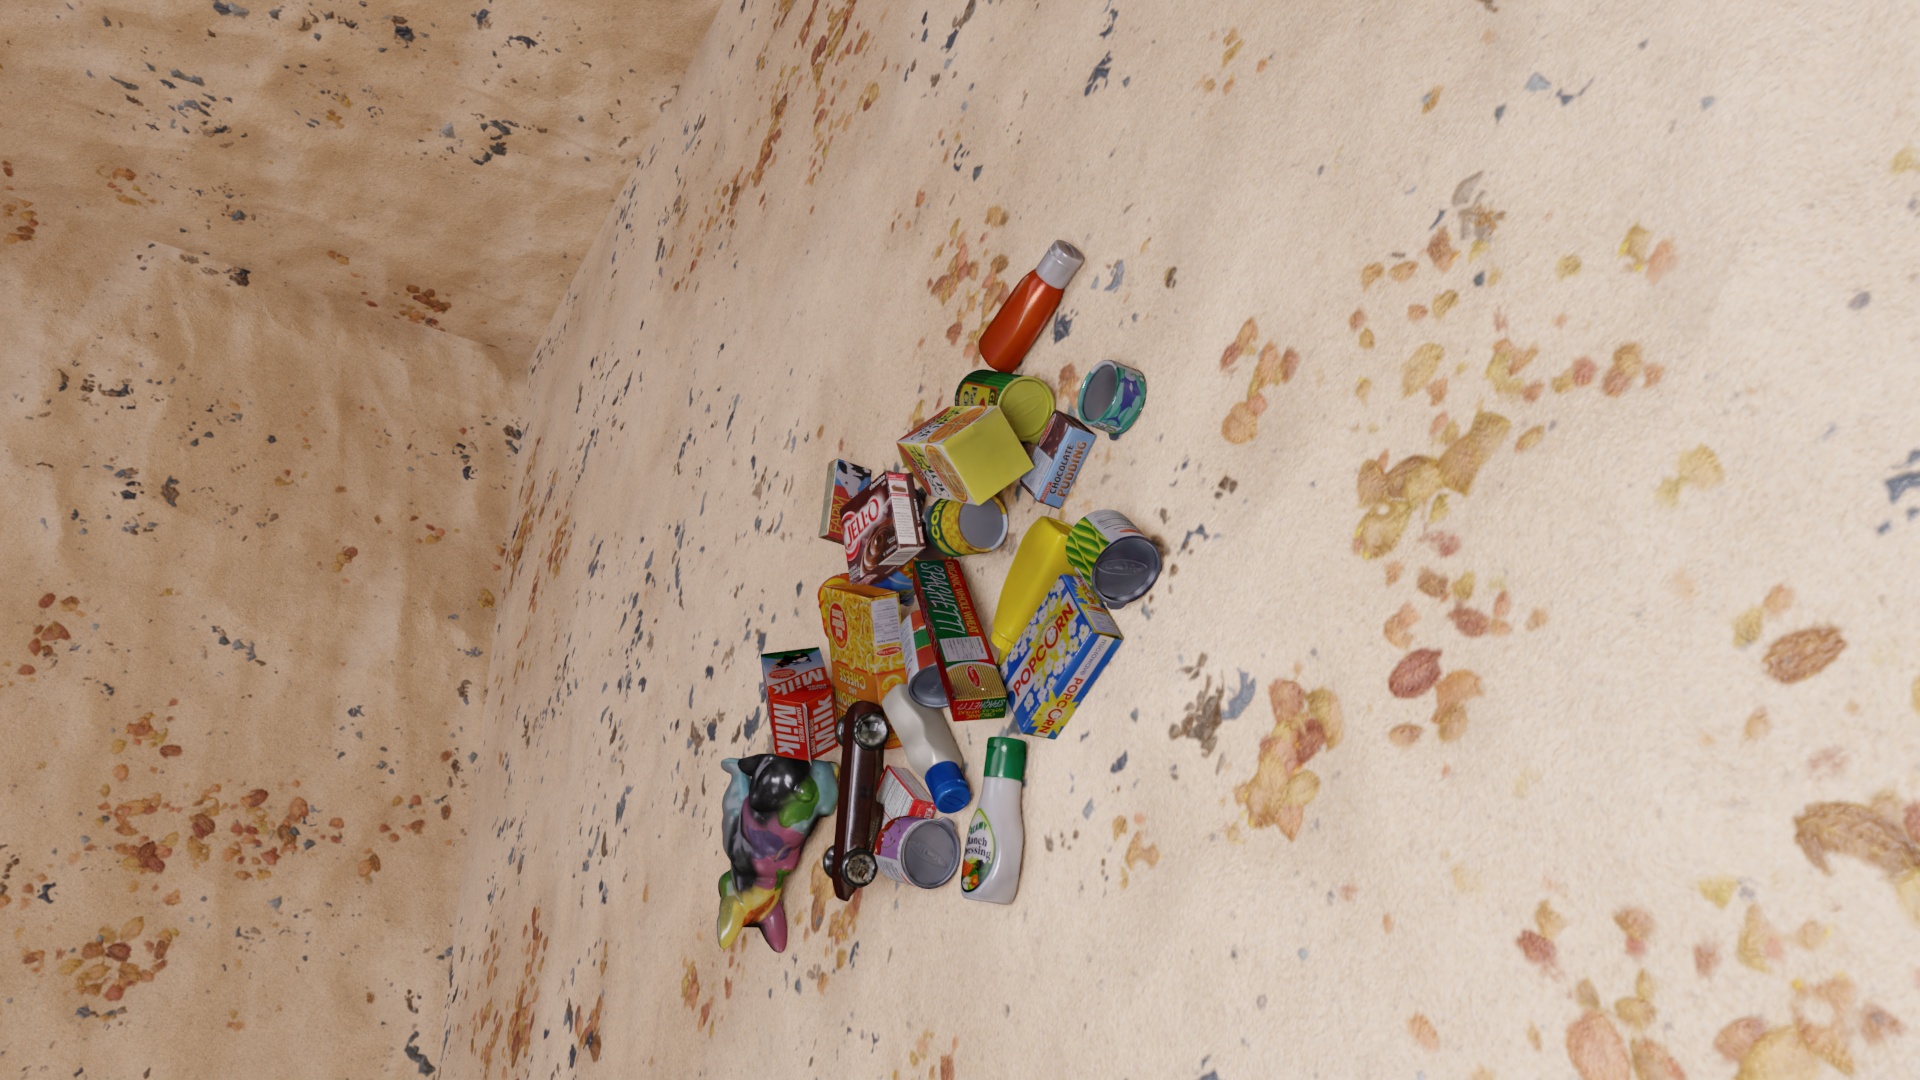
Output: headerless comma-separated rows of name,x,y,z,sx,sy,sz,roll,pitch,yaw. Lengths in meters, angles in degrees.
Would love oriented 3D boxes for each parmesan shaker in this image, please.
parmesan shaker,0.045,-0.139,1.440,0.103,0.071,0.071,21,94,62

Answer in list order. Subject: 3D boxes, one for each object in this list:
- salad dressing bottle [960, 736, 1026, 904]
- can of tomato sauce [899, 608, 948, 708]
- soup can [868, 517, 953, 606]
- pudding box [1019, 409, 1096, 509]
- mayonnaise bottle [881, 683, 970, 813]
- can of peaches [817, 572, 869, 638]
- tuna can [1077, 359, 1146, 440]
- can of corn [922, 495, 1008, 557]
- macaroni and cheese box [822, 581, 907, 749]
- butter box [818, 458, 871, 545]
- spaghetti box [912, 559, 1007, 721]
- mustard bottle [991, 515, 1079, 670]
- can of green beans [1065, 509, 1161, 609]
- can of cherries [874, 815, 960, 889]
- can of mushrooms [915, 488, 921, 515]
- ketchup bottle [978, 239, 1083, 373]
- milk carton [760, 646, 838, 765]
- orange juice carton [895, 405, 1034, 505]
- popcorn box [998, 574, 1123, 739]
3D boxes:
salad dressing bottle,0.033,0.255,1.270,0.064,0.044,0.148,-19,59,58
can of tomato sauce,-0.023,0.119,1.418,0.071,0.071,0.083,-54,30,31
soup can,-0.054,0.025,1.528,0.083,0.071,0.071,-41,42,43
pudding box,0.094,-0.079,1.356,0.083,0.030,0.050,-65,28,15
mayonnaise bottle,-0.031,0.208,1.392,0.041,0.064,0.149,-49,39,17
can of peaches,-0.133,0.082,1.631,0.071,0.071,0.058,-54,35,31
tuna can,0.140,-0.132,1.300,0.070,0.033,0.071,-37,45,47
can of corn,0.005,-0.018,1.437,0.058,0.071,0.071,-8,68,58
macaroni and cheese box,-0.103,0.134,1.516,0.123,0.040,0.166,7,104,61
butter box,-0.144,-0.046,1.734,0.024,0.053,0.104,-21,58,52
spaghetti box,-0.005,0.091,1.356,0.251,0.050,0.028,-111,21,-59
mustard bottle,0.066,0.058,1.314,0.159,0.049,0.065,-65,29,16
can of green beans,0.131,0.013,1.203,0.071,0.071,0.058,-65,29,16
can of cherries,-0.041,0.301,1.356,0.058,0.071,0.071,-12,65,59
can of mushrooms,-0.079,-0.041,1.604,0.070,0.071,0.033,-62,30,19
ketchup bottle,0.074,-0.249,1.467,0.148,0.043,0.065,-53,32,32
milk carton,-0.185,0.189,1.597,0.191,0.073,0.072,-128,32,-71
orange juice carton,-0.005,-0.089,1.421,0.072,0.073,0.192,-35,15,-13
popcorn box,0.088,0.105,1.259,0.126,0.038,0.085,-59,32,24
